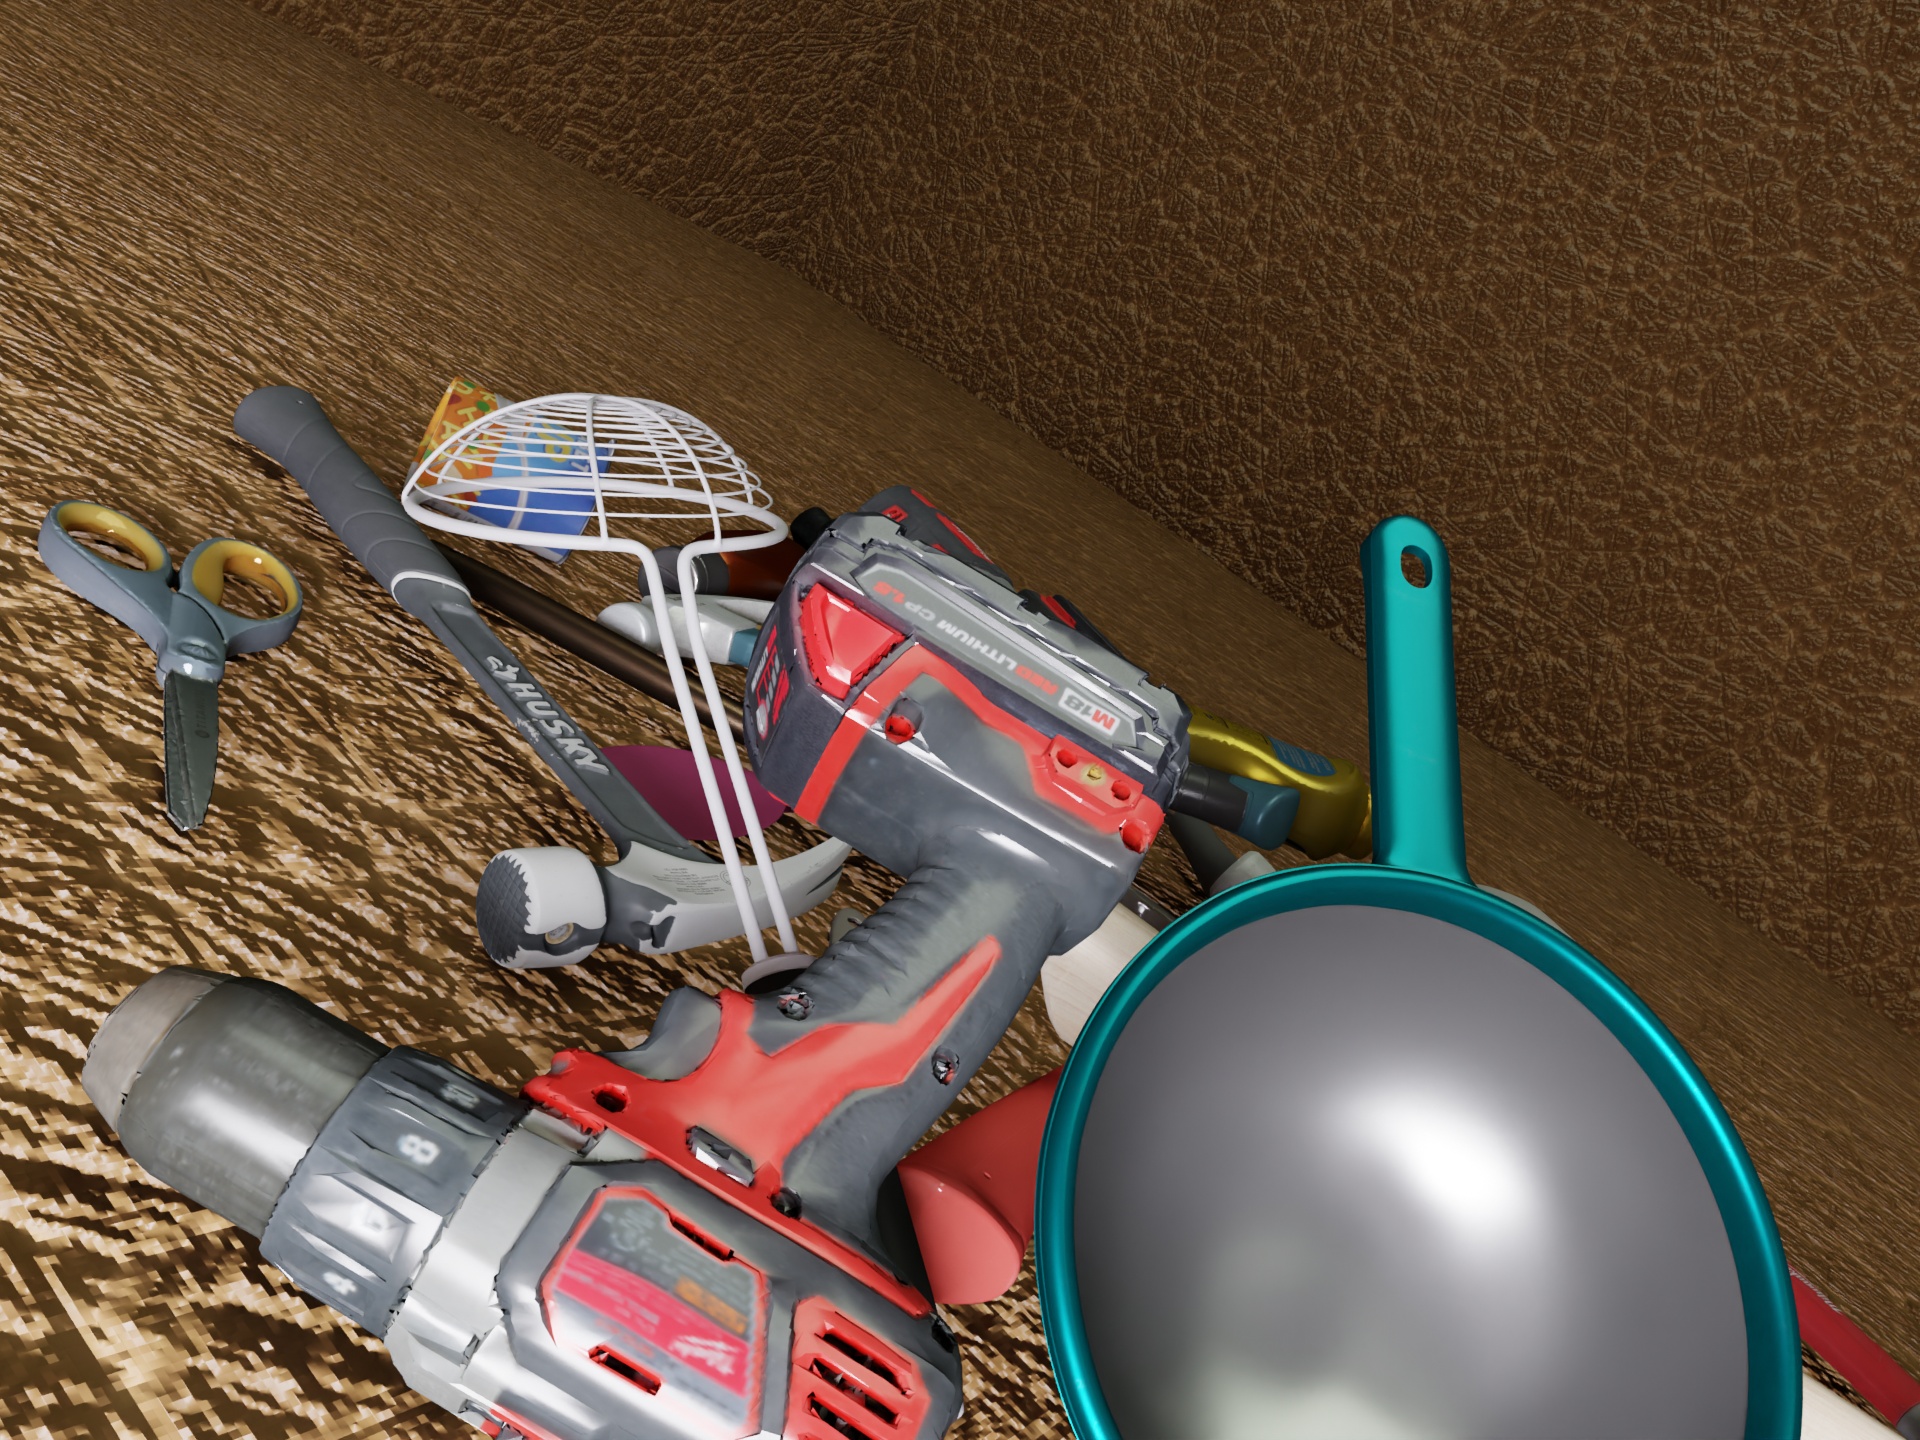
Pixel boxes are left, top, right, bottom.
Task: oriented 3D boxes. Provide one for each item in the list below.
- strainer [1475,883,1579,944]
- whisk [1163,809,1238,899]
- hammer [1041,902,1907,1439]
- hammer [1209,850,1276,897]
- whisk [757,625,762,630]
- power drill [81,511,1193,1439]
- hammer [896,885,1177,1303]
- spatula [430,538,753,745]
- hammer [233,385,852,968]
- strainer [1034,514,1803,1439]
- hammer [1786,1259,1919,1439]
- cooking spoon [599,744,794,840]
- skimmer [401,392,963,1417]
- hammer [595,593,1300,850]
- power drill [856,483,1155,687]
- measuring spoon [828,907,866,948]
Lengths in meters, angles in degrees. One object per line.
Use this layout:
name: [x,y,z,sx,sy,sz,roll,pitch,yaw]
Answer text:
strainer: [0.290,0.142,0.788,0.152,0.069,0.256,45,9,39]
whisk: [0.142,0.065,0.981,0.055,0.055,0.239,24,21,-27]
hammer: [0.209,0.177,0.516,0.410,0.146,0.038,34,23,3]
hammer: [0.251,0.130,0.957,0.144,0.035,0.405,47,15,16]
whisk: [-0.009,0.004,0.875,0.245,0.051,0.047,26,21,-10]
power drill: [-0.058,0.054,0.372,0.188,0.080,0.227,31,53,-1]
hammer: [0.052,0.131,0.595,0.149,0.036,0.359,37,15,20]
spatula: [-0.105,-0.003,0.694,0.316,0.018,0.060,29,14,9]
hammer: [-0.196,-0.041,0.629,0.149,0.036,0.409,2,30,-46]
strainer: [0.116,0.098,0.467,0.211,0.095,0.341,14,59,-10]
hammer: [0.381,0.252,0.862,0.143,0.038,0.387,19,20,-37]
cooking spoon: [-0.059,0.034,0.720,0.069,0.017,0.318,34,14,26]
skimmer: [-0.079,0.035,0.483,0.127,0.090,0.364,-3,58,-31]
hammer: [-0.001,-0.002,0.763,0.331,0.033,0.128,18,12,11]
power drill: [0.030,-0.045,0.936,0.143,0.078,0.219,49,8,32]
measuring spoon: [-0.035,0.092,0.578,0.034,0.018,0.124,28,14,-13]
